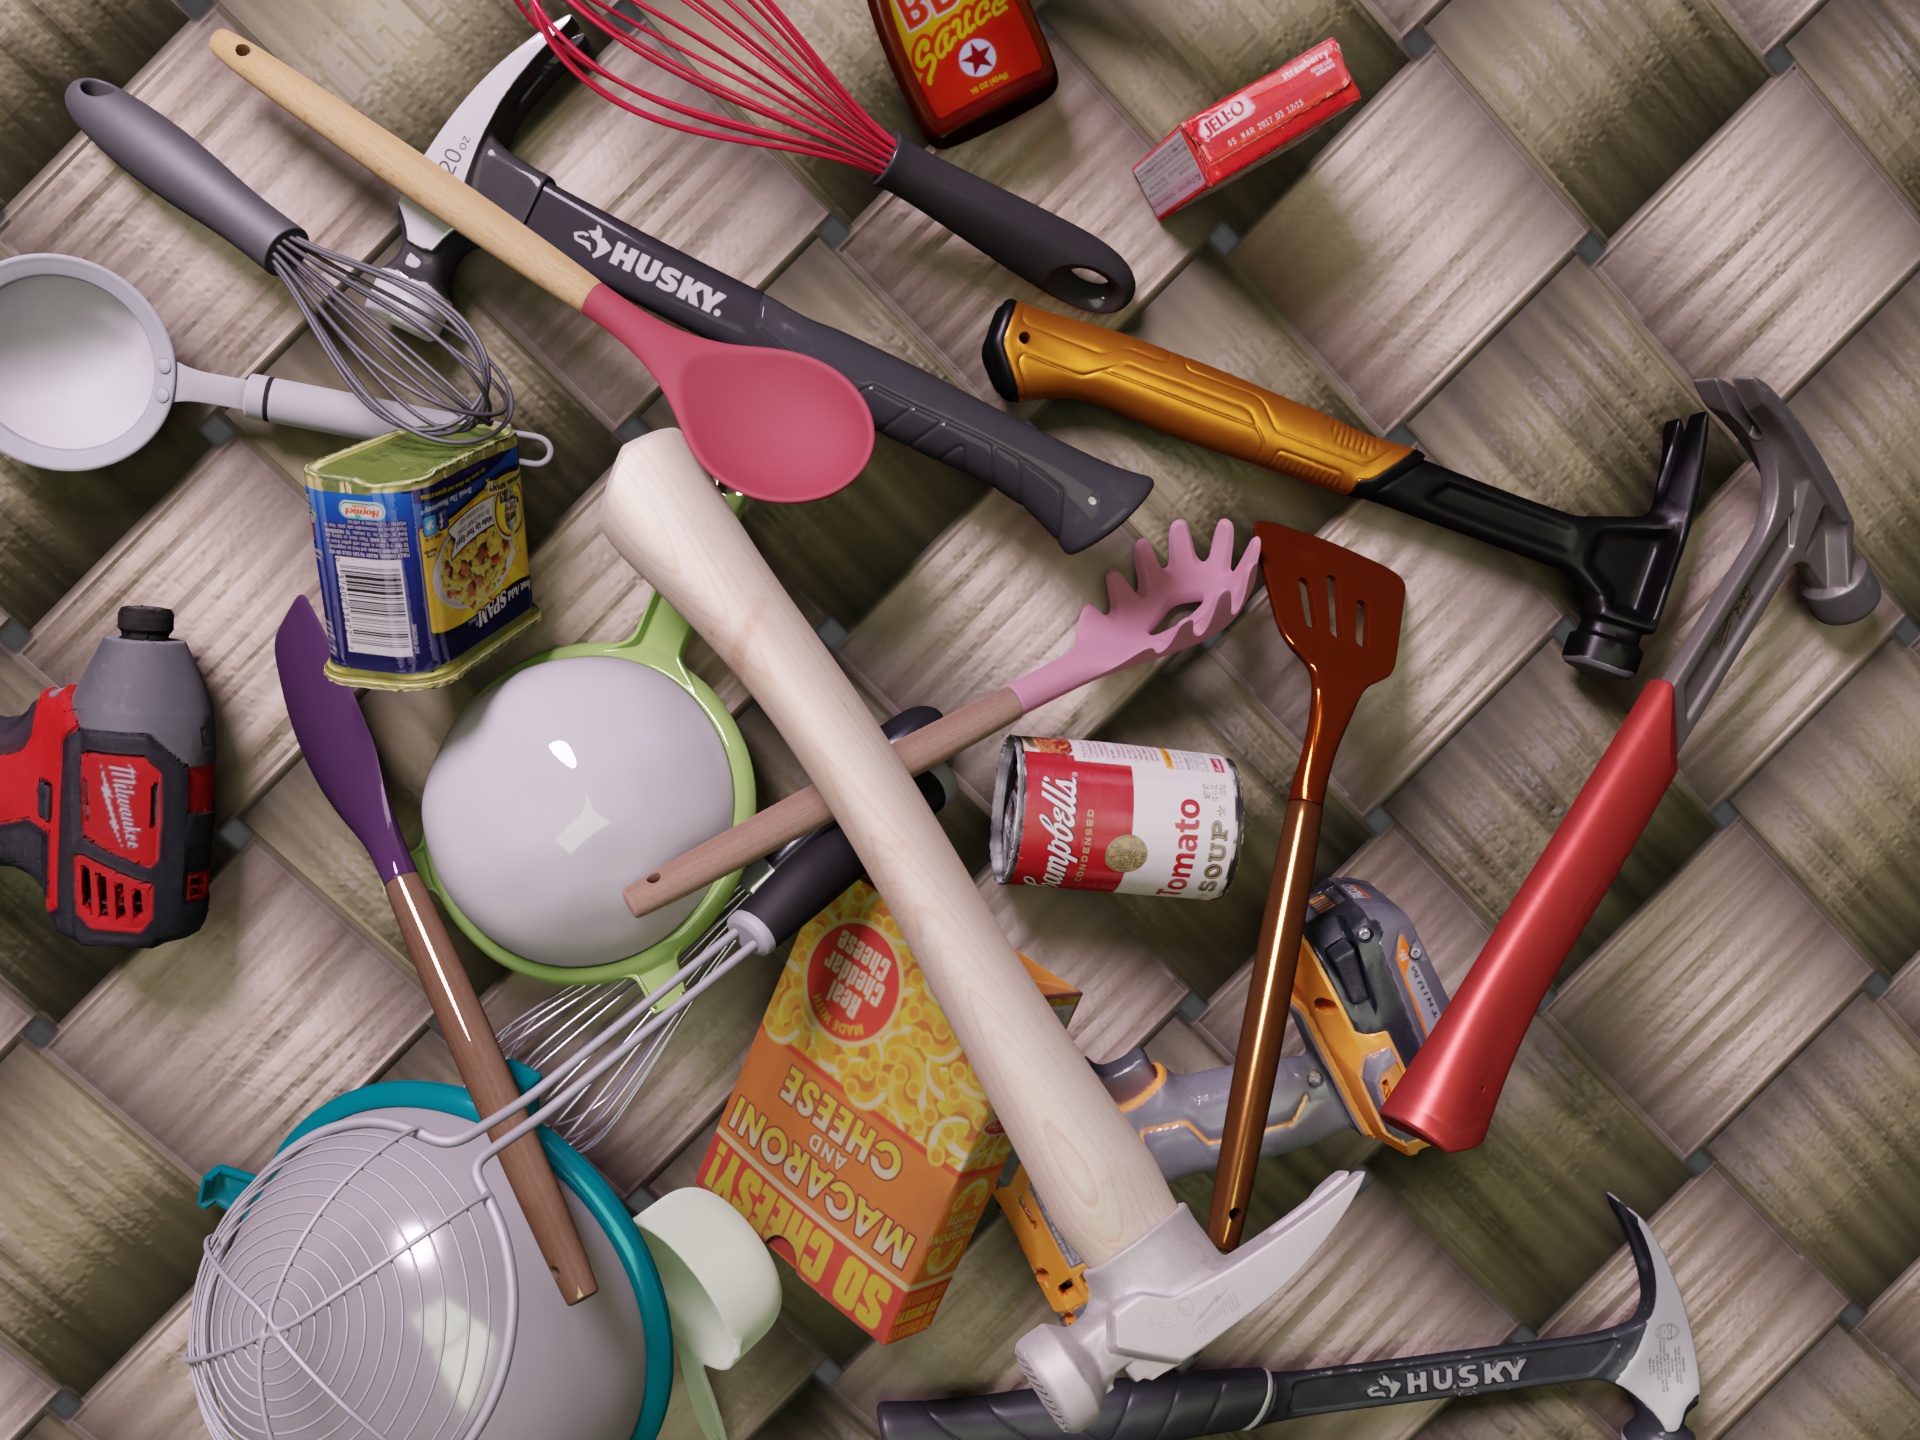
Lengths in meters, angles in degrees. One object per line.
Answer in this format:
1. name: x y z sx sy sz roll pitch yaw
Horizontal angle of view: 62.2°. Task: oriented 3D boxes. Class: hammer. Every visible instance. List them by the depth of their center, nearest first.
1. hammer: -0.010 0.053 0.624 0.146 0.038 0.411 -30 81 -14
2. hammer: -0.072 -0.166 0.676 0.334 0.035 0.146 26 93 -2
3. hammer: 0.286 0.026 0.695 0.149 0.037 0.359 43 76 -27
4. hammer: 0.173 -0.128 0.723 0.337 0.034 0.127 18 91 -7
5. hammer: 0.164 0.325 0.778 0.409 0.036 0.149 -4 96 -5

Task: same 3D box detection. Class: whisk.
1. whisk: -0.275 -0.188 0.640 0.239 0.055 0.055 38 92 9
2. whisk: -0.047 -0.240 0.649 0.295 0.073 0.073 22 94 -26
3. whisk: -0.112 0.093 0.711 0.284 0.070 0.070 -44 99 -5

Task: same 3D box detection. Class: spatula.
1. spatula: -0.219 0.089 0.648 0.059 0.018 0.316 -44 69 39
2. spatula: 0.139 0.061 0.680 0.081 0.041 0.323 19 73 -13

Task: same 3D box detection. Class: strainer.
1. strainer: -0.208 0.323 0.663 0.211 0.095 0.340 -22 94 21
2. strainer: -0.303 -0.136 0.669 0.258 0.050 0.087 9 102 -13
3. strainer: -0.146 -0.014 0.670 0.151 0.069 0.256 21 85 12

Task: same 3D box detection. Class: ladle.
1. ladle: -0.171 -0.185 0.643 0.315 0.031 0.069 35 70 0

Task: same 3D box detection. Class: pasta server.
1. pasta server: -0.001 -0.002 0.678 0.316 0.060 0.040 -28 130 -19

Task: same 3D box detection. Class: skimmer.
1. skimmer: -0.125 0.135 0.616 0.127 0.090 0.363 32 48 23

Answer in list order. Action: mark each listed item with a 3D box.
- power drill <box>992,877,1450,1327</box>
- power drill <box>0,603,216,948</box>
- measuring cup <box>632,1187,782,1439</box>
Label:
1. power drill: 0.104 0.152 0.731 0.226 0.084 0.185 -27 97 2
2. power drill: -0.425 0.016 0.658 0.219 0.078 0.143 5 96 -10
3. measuring cup: -0.109 0.277 0.724 0.038 0.083 0.167 -34 136 -36
